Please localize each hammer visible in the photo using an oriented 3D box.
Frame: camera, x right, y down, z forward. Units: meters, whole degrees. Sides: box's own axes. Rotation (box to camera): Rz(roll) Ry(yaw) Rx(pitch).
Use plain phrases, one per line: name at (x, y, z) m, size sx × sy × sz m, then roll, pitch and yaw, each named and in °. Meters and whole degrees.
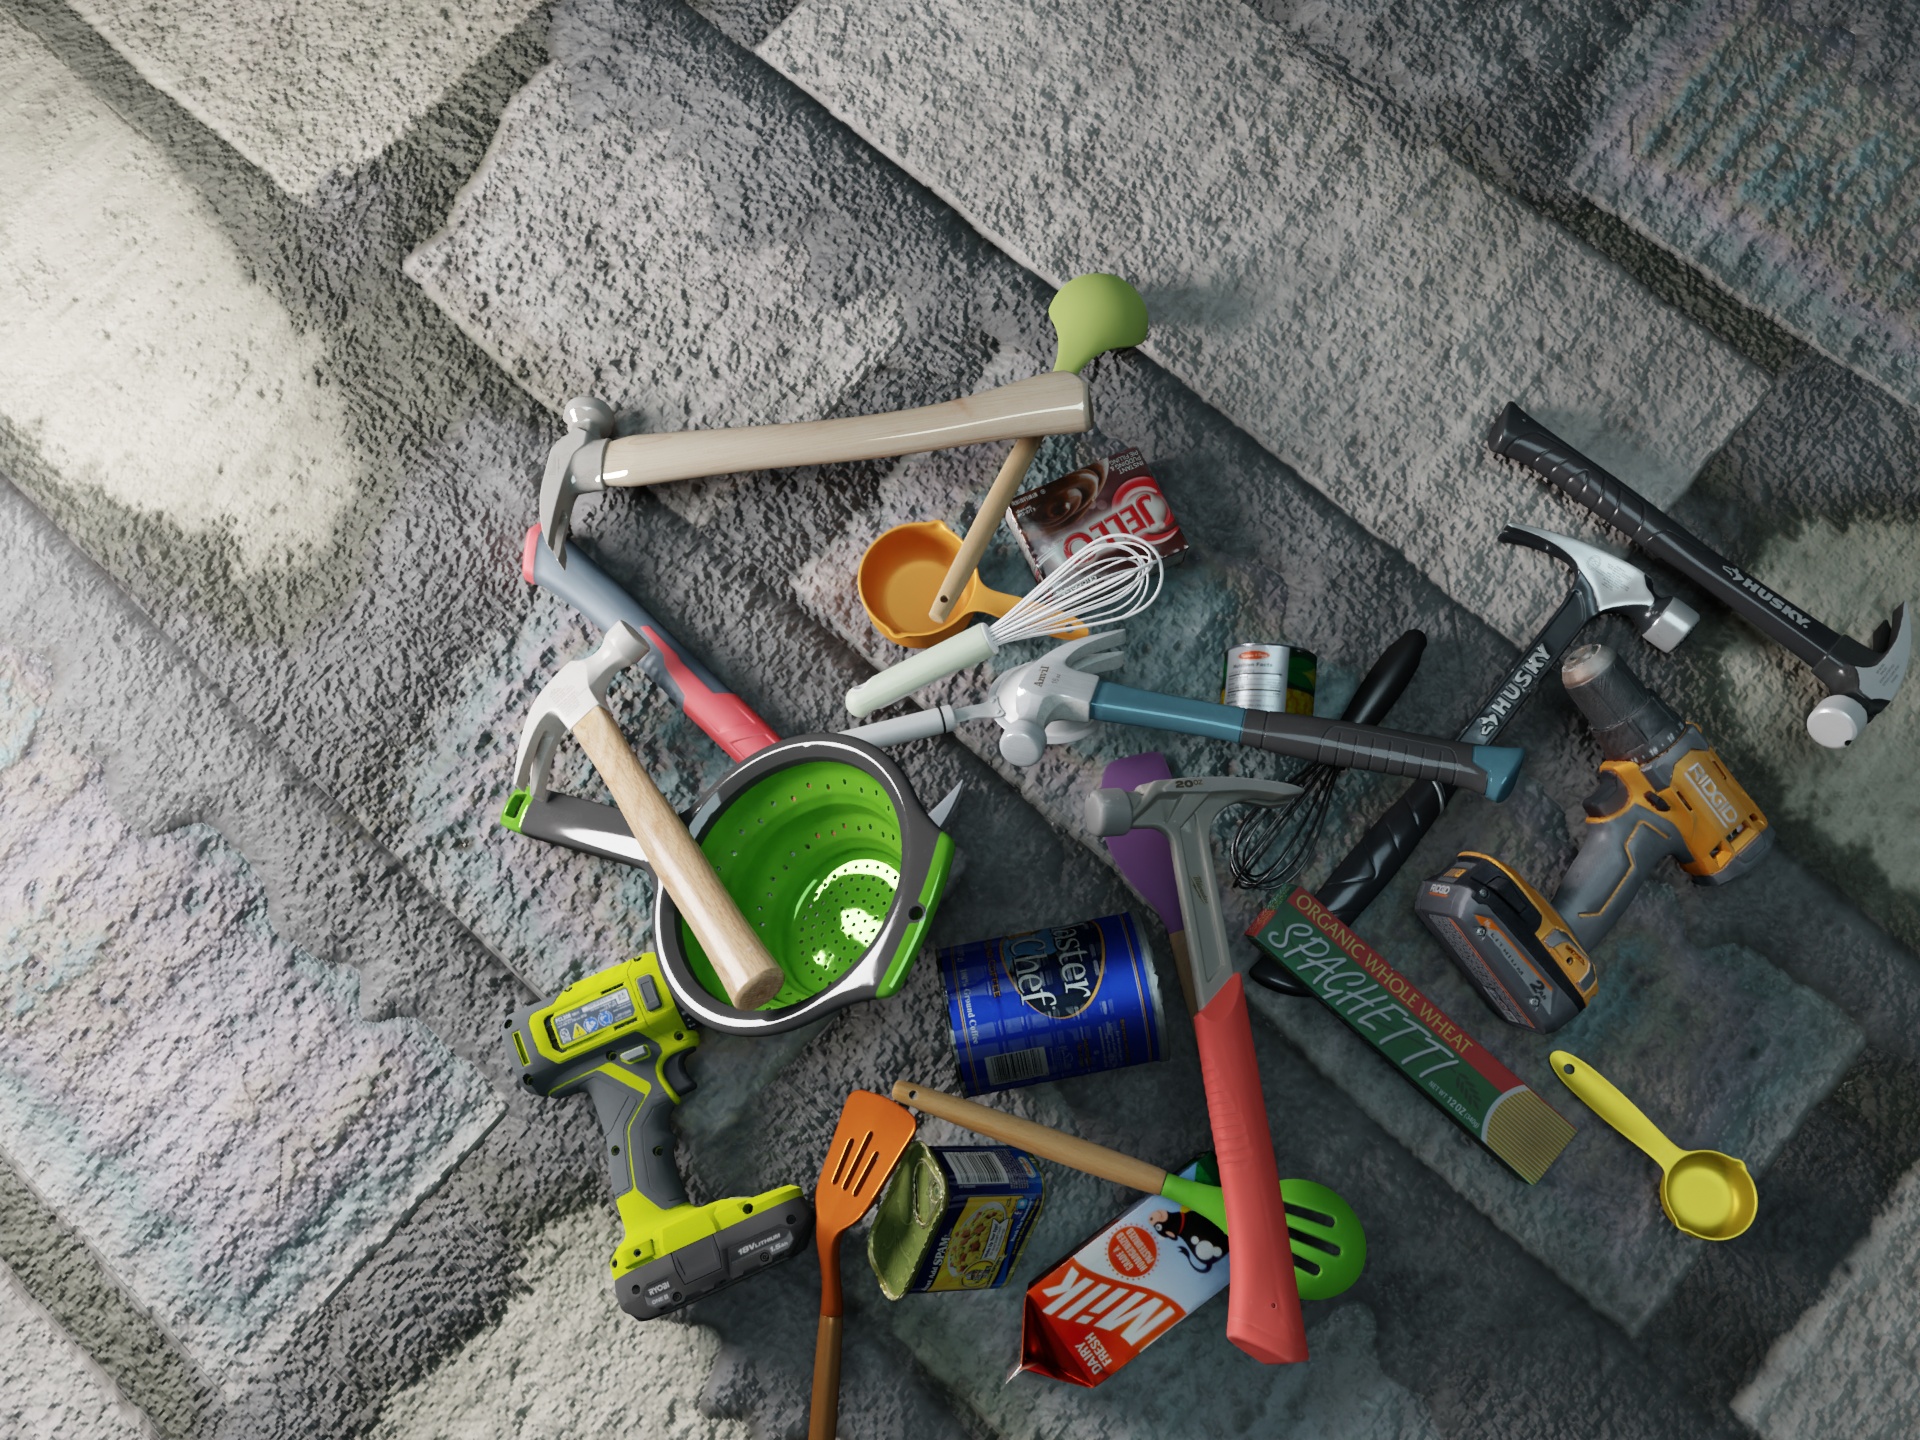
hammer at (-0.204, 0.069, 1.050) m, size 0.130 × 0.031 × 0.332 m, roll -43°, pitch 50°, yaw 2°
hammer at (0.201, 0.007, 1.053) m, size 0.331 × 0.033 × 0.128 m, roll 10°, pitch 42°, yaw 12°
hammer at (0.175, 0.207, 0.991) m, size 0.149 × 0.036 × 0.359 m, roll -1°, pitch 67°, yaw -16°
hammer at (0.343, 0.032, 1.128) m, size 0.149 × 0.036 × 0.409 m, roll 39°, pitch 81°, yaw 13°
hammer at (-0.173, -0.024, 1.171) m, size 0.386 × 0.038 × 0.143 m, roll 43°, pitch 80°, yaw 13°
hammer at (-0.108, -0.195, 1.159) m, size 0.410 × 0.038 × 0.146 m, roll -5°, pitch 57°, yaw 12°
hammer at (0.522, -0.125, 1.143) m, size 0.335 × 0.035 × 0.146 m, roll 42°, pitch 55°, yaw 19°

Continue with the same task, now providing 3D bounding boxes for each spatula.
spatula at (0.157, 0.173, 1.108) m, size 0.060 × 0.018 × 0.316 m, roll -15°, pitch 73°, yaw 1°
spatula at (-0.077, 0.406, 1.028) m, size 0.041 × 0.081 × 0.322 m, roll 4°, pitch 91°, yaw -36°

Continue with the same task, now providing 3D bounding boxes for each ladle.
ladle at (0.053, -0.203, 1.177) m, size 0.078 × 0.062 × 0.320 m, roll 24°, pitch 72°, yaw 10°

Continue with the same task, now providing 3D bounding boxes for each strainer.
strainer at (-0.002, -0.004, 1.130) m, size 0.258 × 0.050 × 0.087 m, roll -14°, pitch 45°, yaw -10°

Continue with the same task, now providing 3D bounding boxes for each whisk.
whisk at (0.028, -0.060, 1.114) m, size 0.246 × 0.058 × 0.059 m, roll -26°, pitch 102°, yaw 13°
whisk at (0.264, 0.026, 1.128) m, size 0.055 × 0.055 × 0.239 m, roll 35°, pitch 75°, yaw 11°

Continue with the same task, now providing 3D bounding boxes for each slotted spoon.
slotted spoon at (0.103, 0.287, 1.007) m, size 0.314 × 0.031 × 0.070 m, roll 17°, pitch 74°, yaw 12°

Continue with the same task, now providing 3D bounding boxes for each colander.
colander at (-0.158, 0.106, 1.083) m, size 0.397 × 0.094 × 0.204 m, roll 10°, pitch 69°, yaw 35°

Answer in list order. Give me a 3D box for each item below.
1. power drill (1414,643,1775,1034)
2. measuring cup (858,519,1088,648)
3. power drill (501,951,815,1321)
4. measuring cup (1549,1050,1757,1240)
power drill at (0.415, 0.076, 1.072) m, size 0.226 × 0.084 × 0.185 m, roll -39°, pitch 94°, yaw -9°
measuring cup at (0.010, -0.083, 1.170) m, size 0.173 × 0.052 × 0.095 m, roll 18°, pitch 77°, yaw 6°
power drill at (-0.184, 0.265, 1.077) m, size 0.190 × 0.080 × 0.229 m, roll -22°, pitch 73°, yaw -8°
measuring cup at (0.458, 0.282, 1.066) m, size 0.062 × 0.029 × 0.157 m, roll -42°, pitch 65°, yaw -8°
